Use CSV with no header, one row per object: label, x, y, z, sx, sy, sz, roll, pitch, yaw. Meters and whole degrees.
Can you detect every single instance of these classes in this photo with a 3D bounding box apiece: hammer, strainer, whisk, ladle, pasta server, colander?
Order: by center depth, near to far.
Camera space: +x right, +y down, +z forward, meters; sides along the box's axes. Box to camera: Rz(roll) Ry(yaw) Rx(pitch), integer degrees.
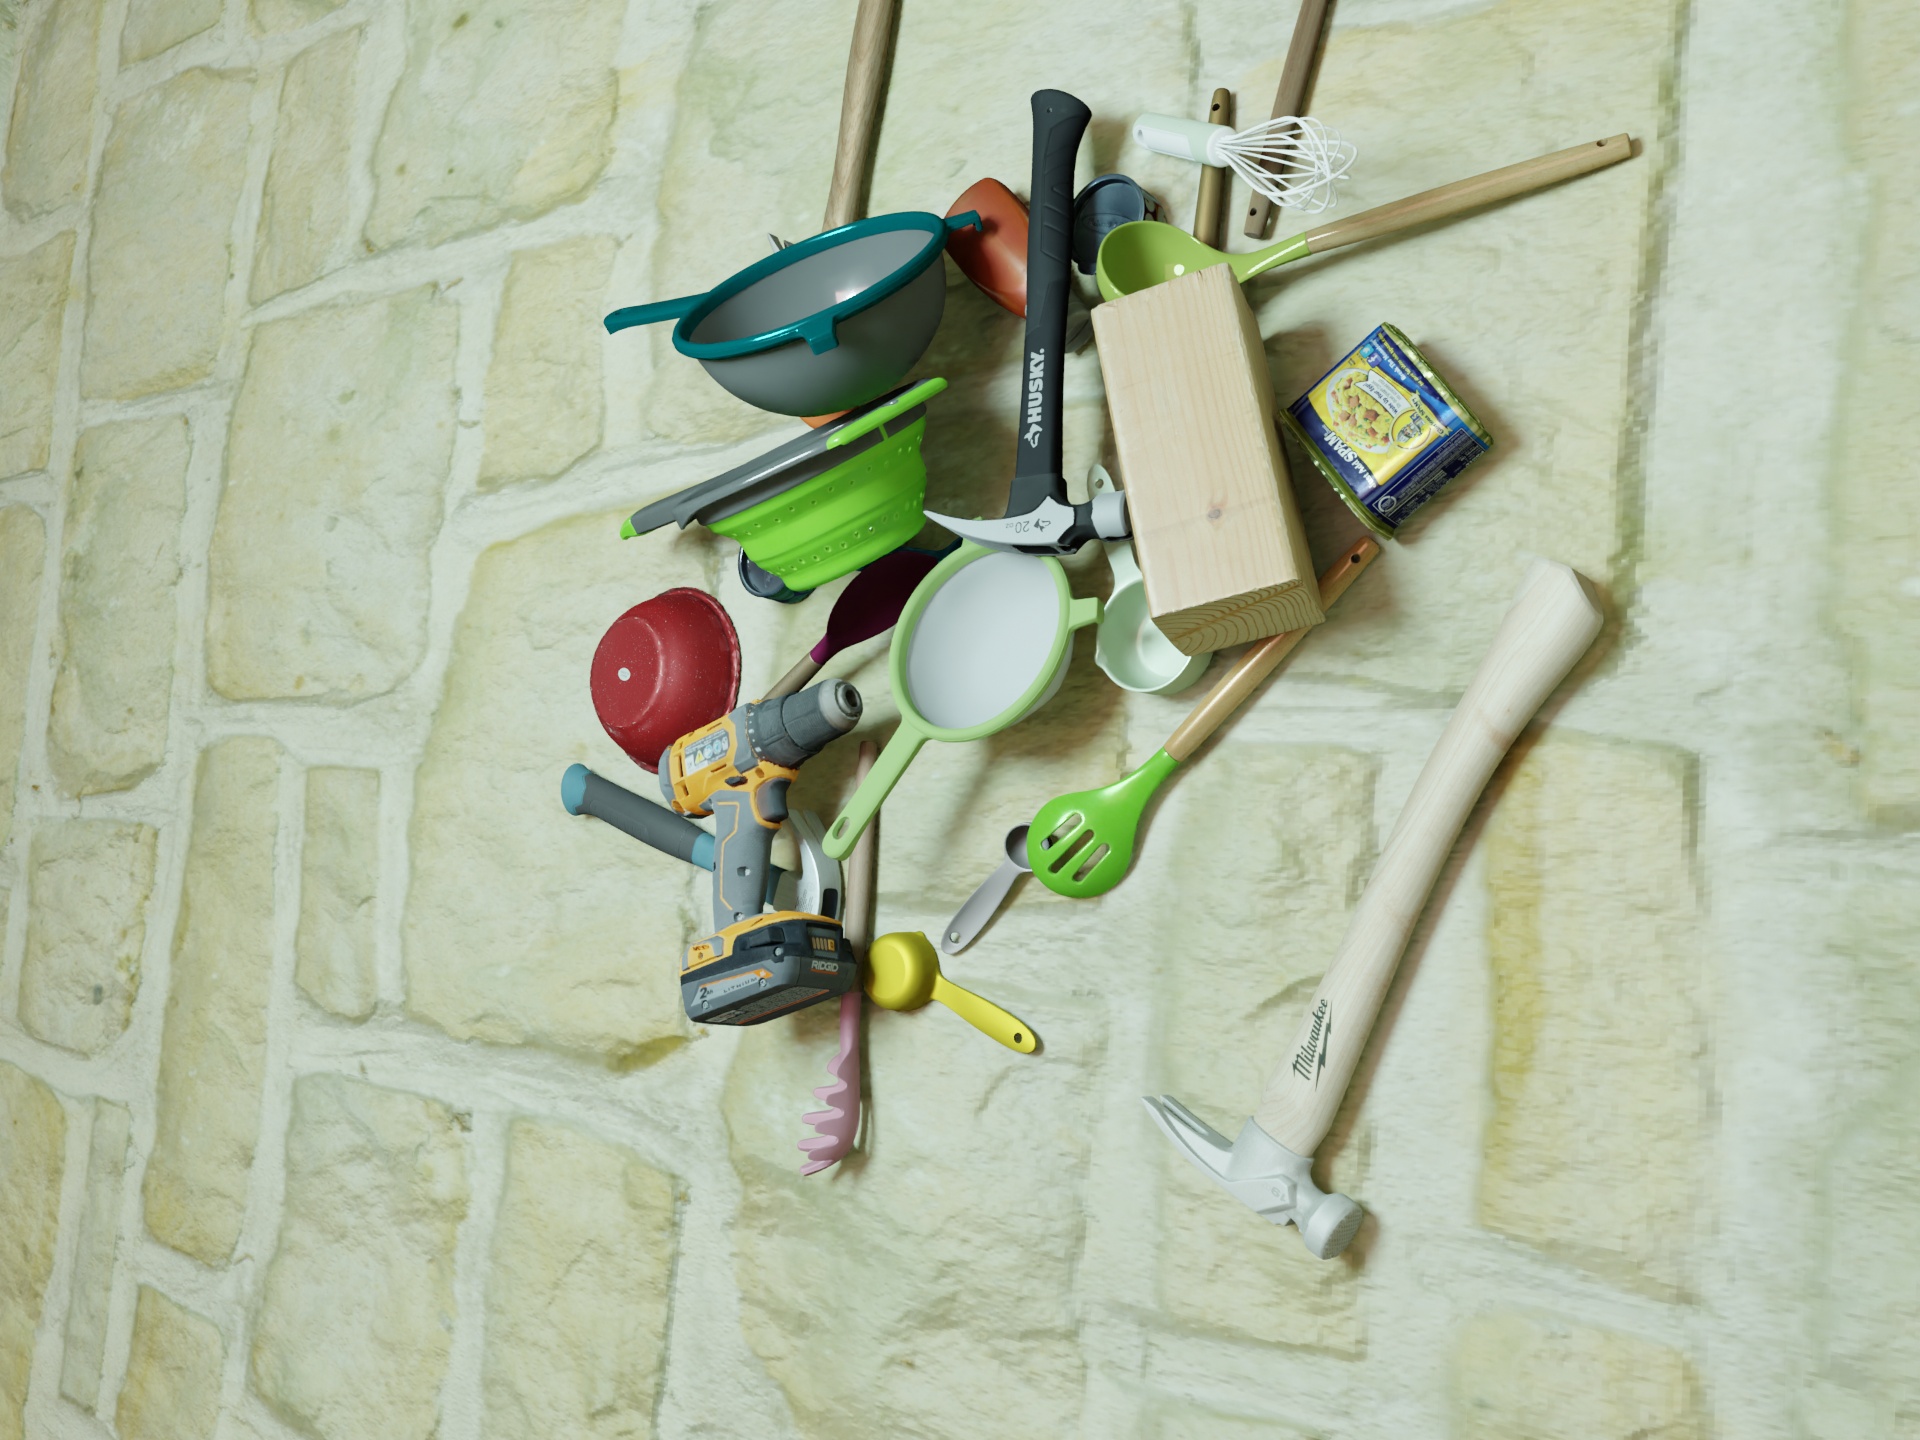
hammer,0.245,0.095,0.920,0.146,0.038,0.410,31,102,38
ladle,0.233,-0.306,0.963,0.320,0.062,0.078,-10,57,29
whisk,0.169,-0.359,1.001,0.059,0.057,0.247,-33,32,-5
ladle,0.158,-0.268,1.052,0.069,0.031,0.315,2,83,36
hammer,0.053,-0.272,1.072,0.146,0.035,0.335,-4,76,30
strainer,-0.002,-0.003,1.091,0.256,0.069,0.152,-55,46,6
pasta server,-0.085,0.171,1.166,0.060,0.040,0.316,152,123,-74
colander,-0.140,-0.147,1.180,0.397,0.204,0.094,-8,113,53
strainer,-0.141,-0.282,1.188,0.340,0.095,0.211,5,41,41
hammer,-0.082,-0.494,1.274,0.130,0.031,0.331,7,87,38
hammer,-0.219,0.101,1.286,0.331,0.033,0.128,20,96,39

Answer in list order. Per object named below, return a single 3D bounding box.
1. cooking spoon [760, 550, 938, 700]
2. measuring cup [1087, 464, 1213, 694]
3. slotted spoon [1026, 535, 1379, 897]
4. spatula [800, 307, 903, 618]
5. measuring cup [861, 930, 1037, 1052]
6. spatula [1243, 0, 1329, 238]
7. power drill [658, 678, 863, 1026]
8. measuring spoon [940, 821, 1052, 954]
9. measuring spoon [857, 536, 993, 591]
cooking spoon,-0.122,-0.035,1.204,0.319,0.068,0.017,-42,56,38
measuring cup,0.119,-0.094,1.049,0.083,0.038,0.168,-29,64,31
slotted spoon,0.150,0.001,1.011,0.070,0.031,0.313,44,109,8
spatula,-0.075,-0.164,1.210,0.081,0.041,0.323,-33,65,29
measuring cup,-0.011,0.194,1.107,0.157,0.029,0.062,23,97,41
spatula,0.233,-0.467,1.029,0.060,0.018,0.316,17,93,38
power drill,-0.133,0.089,1.148,0.185,0.084,0.226,-25,63,33
measuring spoon,0.024,0.117,1.104,0.034,0.018,0.124,40,115,8
measuring spoon,-0.028,-0.116,1.164,0.129,0.021,0.042,5,87,27
